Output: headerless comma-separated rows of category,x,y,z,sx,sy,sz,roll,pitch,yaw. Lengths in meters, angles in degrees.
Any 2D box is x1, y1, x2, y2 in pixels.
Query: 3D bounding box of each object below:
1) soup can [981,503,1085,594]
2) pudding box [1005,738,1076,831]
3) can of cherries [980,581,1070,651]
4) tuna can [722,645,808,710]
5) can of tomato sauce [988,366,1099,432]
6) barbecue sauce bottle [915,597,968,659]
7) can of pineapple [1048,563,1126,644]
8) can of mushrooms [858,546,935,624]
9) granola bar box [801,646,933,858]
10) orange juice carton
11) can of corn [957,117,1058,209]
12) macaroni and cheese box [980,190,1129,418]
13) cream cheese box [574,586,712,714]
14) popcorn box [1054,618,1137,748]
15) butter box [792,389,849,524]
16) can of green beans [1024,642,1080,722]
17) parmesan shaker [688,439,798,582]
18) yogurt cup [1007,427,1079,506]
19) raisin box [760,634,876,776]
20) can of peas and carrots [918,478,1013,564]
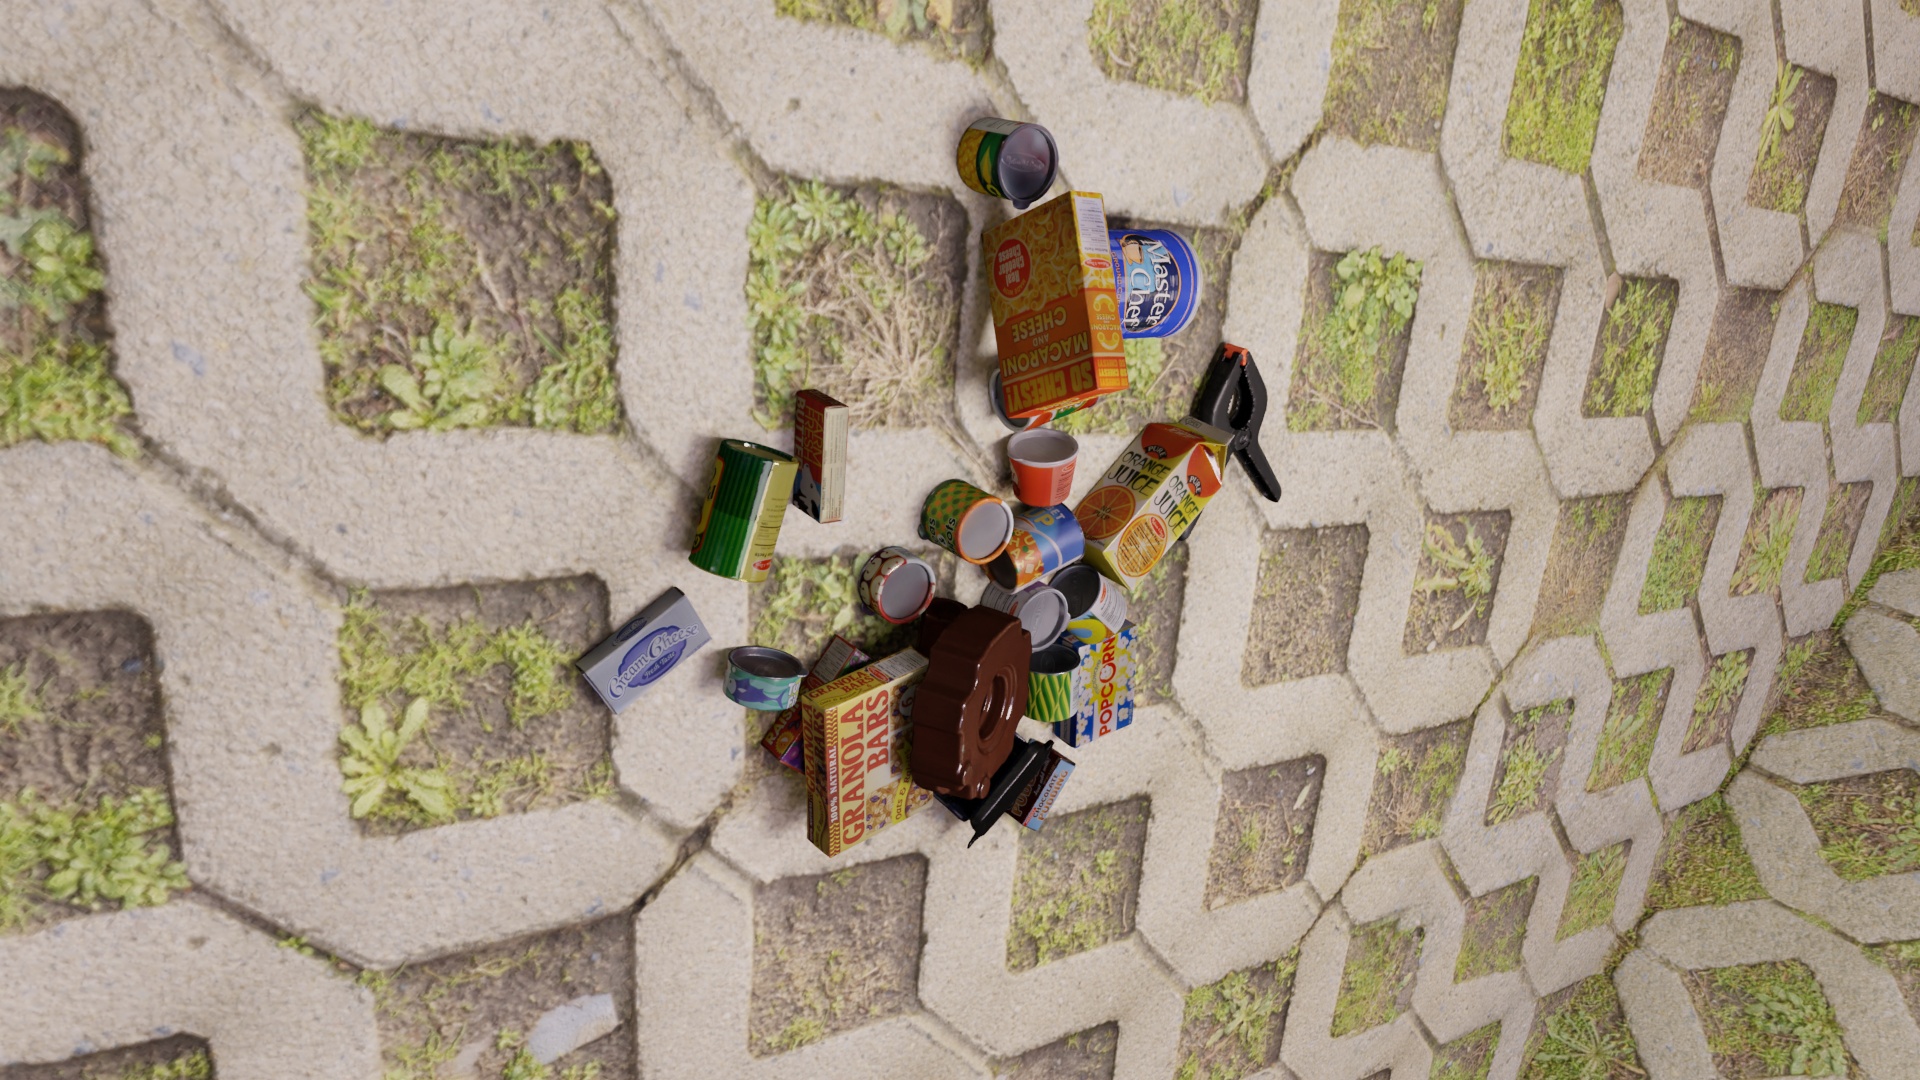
soup can,0.067,0.004,1.344,0.084,0.071,0.071,-27,124,-27
pudding box,0.079,0.259,1.476,0.030,0.050,0.083,33,88,-44
can of cherries,0.064,0.070,1.375,0.072,0.058,0.071,-16,118,-34
tuna can,-0.168,0.120,1.200,0.071,0.071,0.032,0,111,-39
can of tomato sauce,0.079,-0.143,1.285,0.083,0.071,0.071,-23,122,-29
barbecue sauce bottle,-0.028,0.133,1.331,0.065,0.044,0.148,-50,154,-69
can of pineapple,0.127,0.065,1.421,0.071,0.071,0.057,-54,133,-6
can of mushrooms,-0.059,0.044,1.280,0.071,0.033,0.070,-18,120,-34
granola bar box,-0.083,0.192,1.268,0.125,0.039,0.164,-21,125,-36
orange juice carton,0.197,-0.049,1.421,0.193,0.072,0.072,-49,132,-11
can of corn,0.039,-0.322,1.182,0.071,0.058,0.071,-17,119,-33
macaroni and cheese box,0.080,-0.198,1.184,0.040,0.123,0.166,-5,86,-37
cream cheese box,-0.259,0.091,1.144,0.104,0.024,0.053,-40,129,-19
popcorn box,0.144,0.150,1.489,0.085,0.038,0.126,-17,119,-32
butter box,-0.118,-0.071,1.169,0.024,0.053,0.103,-9,114,-33
can of green beans,0.089,0.145,1.423,0.071,0.071,0.057,-16,119,-33
parmesan shaker,-0.176,-0.025,1.135,0.071,0.071,0.103,9,103,-41
yogurt cup,0.078,-0.068,1.323,0.073,0.072,0.053,-23,130,-30
raisin box,-0.114,0.161,1.284,0.123,0.040,0.086,-55,133,-5
can of peas and carrots,0.005,-0.016,1.288,0.071,0.059,0.070,-16,118,-33
